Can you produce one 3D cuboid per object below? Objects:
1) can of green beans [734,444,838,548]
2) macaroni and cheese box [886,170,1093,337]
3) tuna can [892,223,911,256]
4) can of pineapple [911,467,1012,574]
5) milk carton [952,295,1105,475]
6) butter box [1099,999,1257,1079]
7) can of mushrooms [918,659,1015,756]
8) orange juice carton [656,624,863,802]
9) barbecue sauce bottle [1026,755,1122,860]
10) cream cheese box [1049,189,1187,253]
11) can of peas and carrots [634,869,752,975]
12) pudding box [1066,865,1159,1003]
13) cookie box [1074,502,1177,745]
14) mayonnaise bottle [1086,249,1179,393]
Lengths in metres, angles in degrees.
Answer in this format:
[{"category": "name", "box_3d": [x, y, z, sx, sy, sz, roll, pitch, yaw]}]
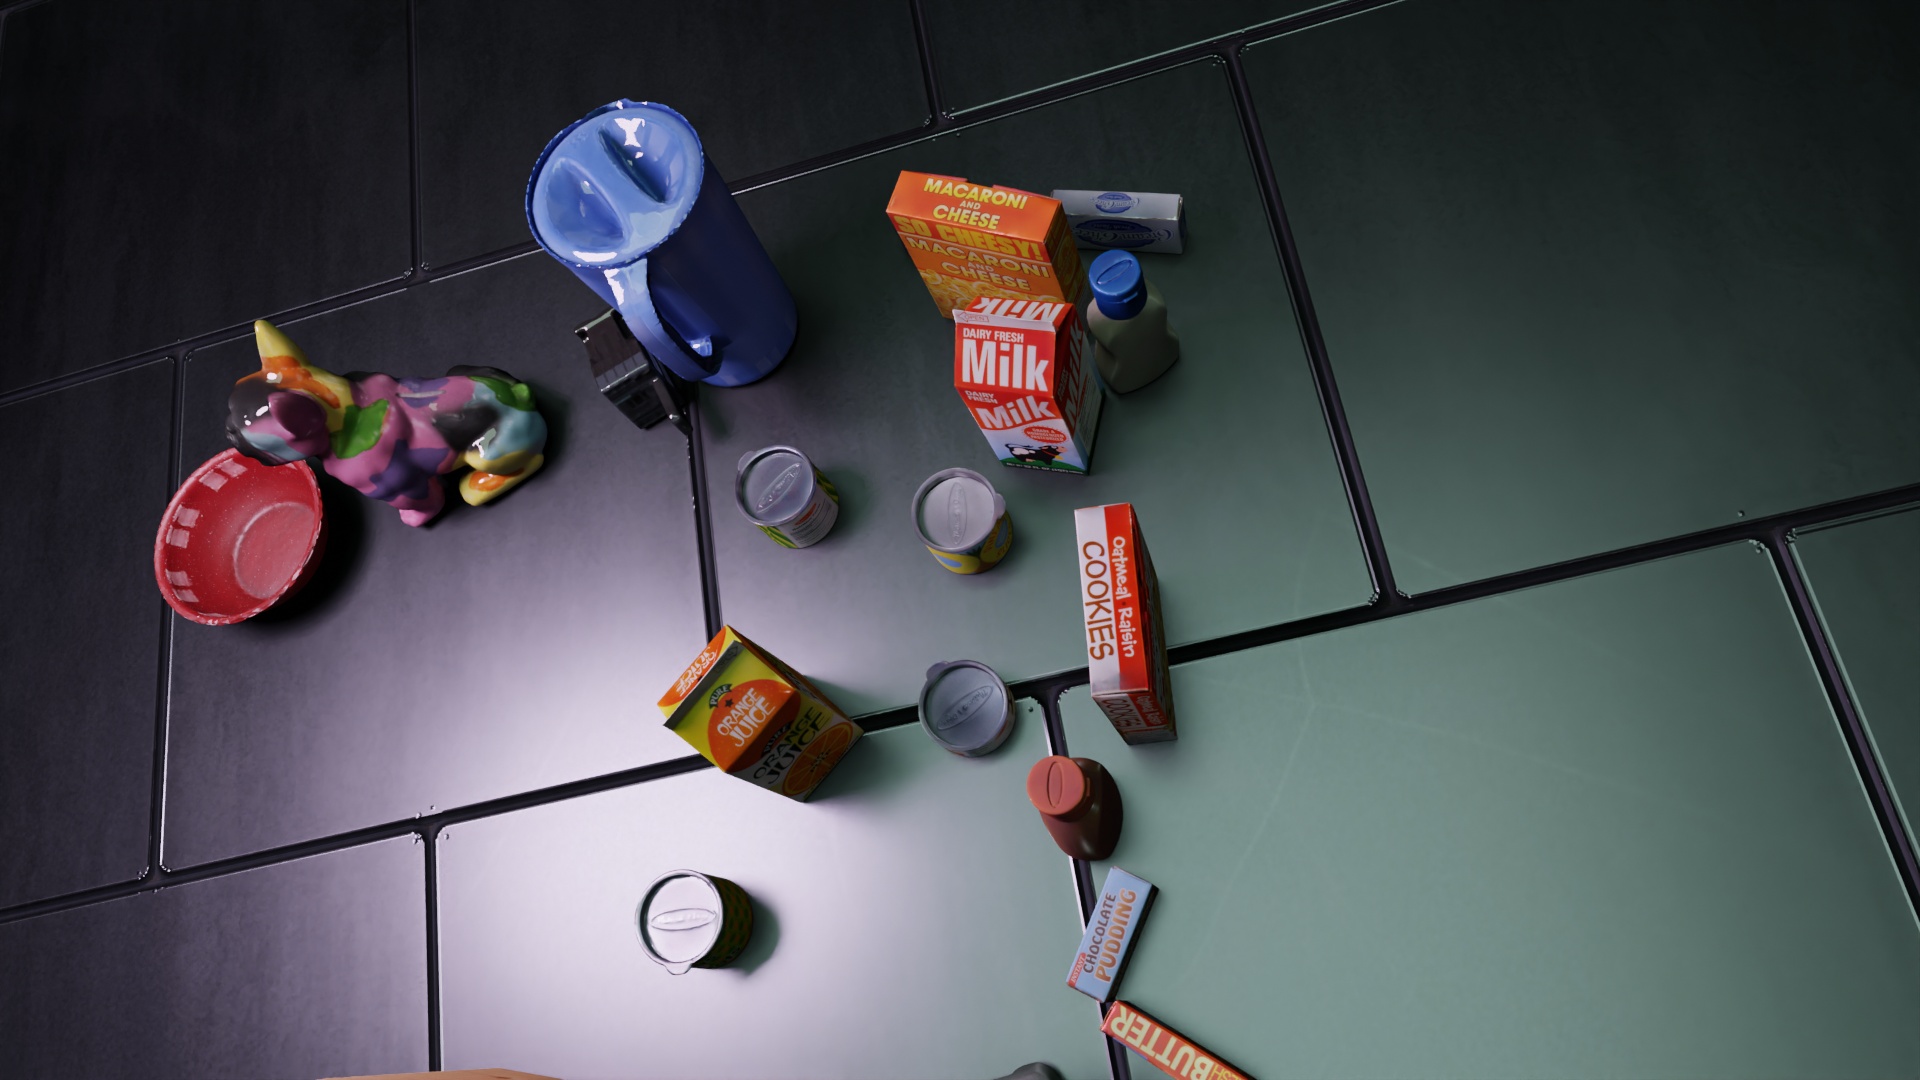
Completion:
[{"category": "can of green beans", "box_3d": [-0.134, -0.033, 1.079, 0.071, 0.057, 0.071, -4, 70, 13]}, {"category": "macaroni and cheese box", "box_3d": [0.027, -0.209, 1.041, 0.124, 0.166, 0.040, 16, 76, 19]}, {"category": "tuna can", "box_3d": [-0.018, -0.260, 1.143, 0.071, 0.032, 0.071, -4, 70, 13]}, {"category": "can of pineapple", "box_3d": [0.004, -0.013, 1.038, 0.071, 0.057, 0.071, -4, 70, 13]}, {"category": "milk carton", "box_3d": [0.050, -0.116, 0.990, 0.072, 0.190, 0.073, 8, 74, 17]}, {"category": "butter box", "box_3d": [0.141, 0.330, 0.885, 0.103, 0.053, 0.024, 27, 80, 21]}, {"category": "can of mushrooms", "box_3d": [0.004, 0.120, 1.004, 0.071, 0.033, 0.071, -4, 70, 13]}, {"category": "orange juice carton", "box_3d": [-0.141, 0.118, 0.954, 0.073, 0.192, 0.072, 39, 85, 22]}, {"category": "barbecue sauce bottle", "box_3d": [0.075, 0.170, 0.906, 0.043, 0.148, 0.065, -1, 71, 14]}, {"category": "cream cheese box", "box_3d": [0.124, -0.251, 1.093, 0.104, 0.053, 0.024, 6, 73, 16]}, {"category": "can of peas and carrots", "box_3d": [-0.188, 0.272, 0.985, 0.071, 0.058, 0.071, -4, 70, 13]}, {"category": "pudding box", "box_3d": [0.101, 0.261, 0.921, 0.030, 0.049, 0.084, 20, 77, 20]}, {"category": "cookie box", "box_3d": [0.113, 0.060, 0.925, 0.040, 0.167, 0.123, -8, 70, 12]}, {"category": "mayonnaise bottle", "box_3d": [0.122, -0.160, 1.010, 0.065, 0.147, 0.041, -33, 67, 2]}]
